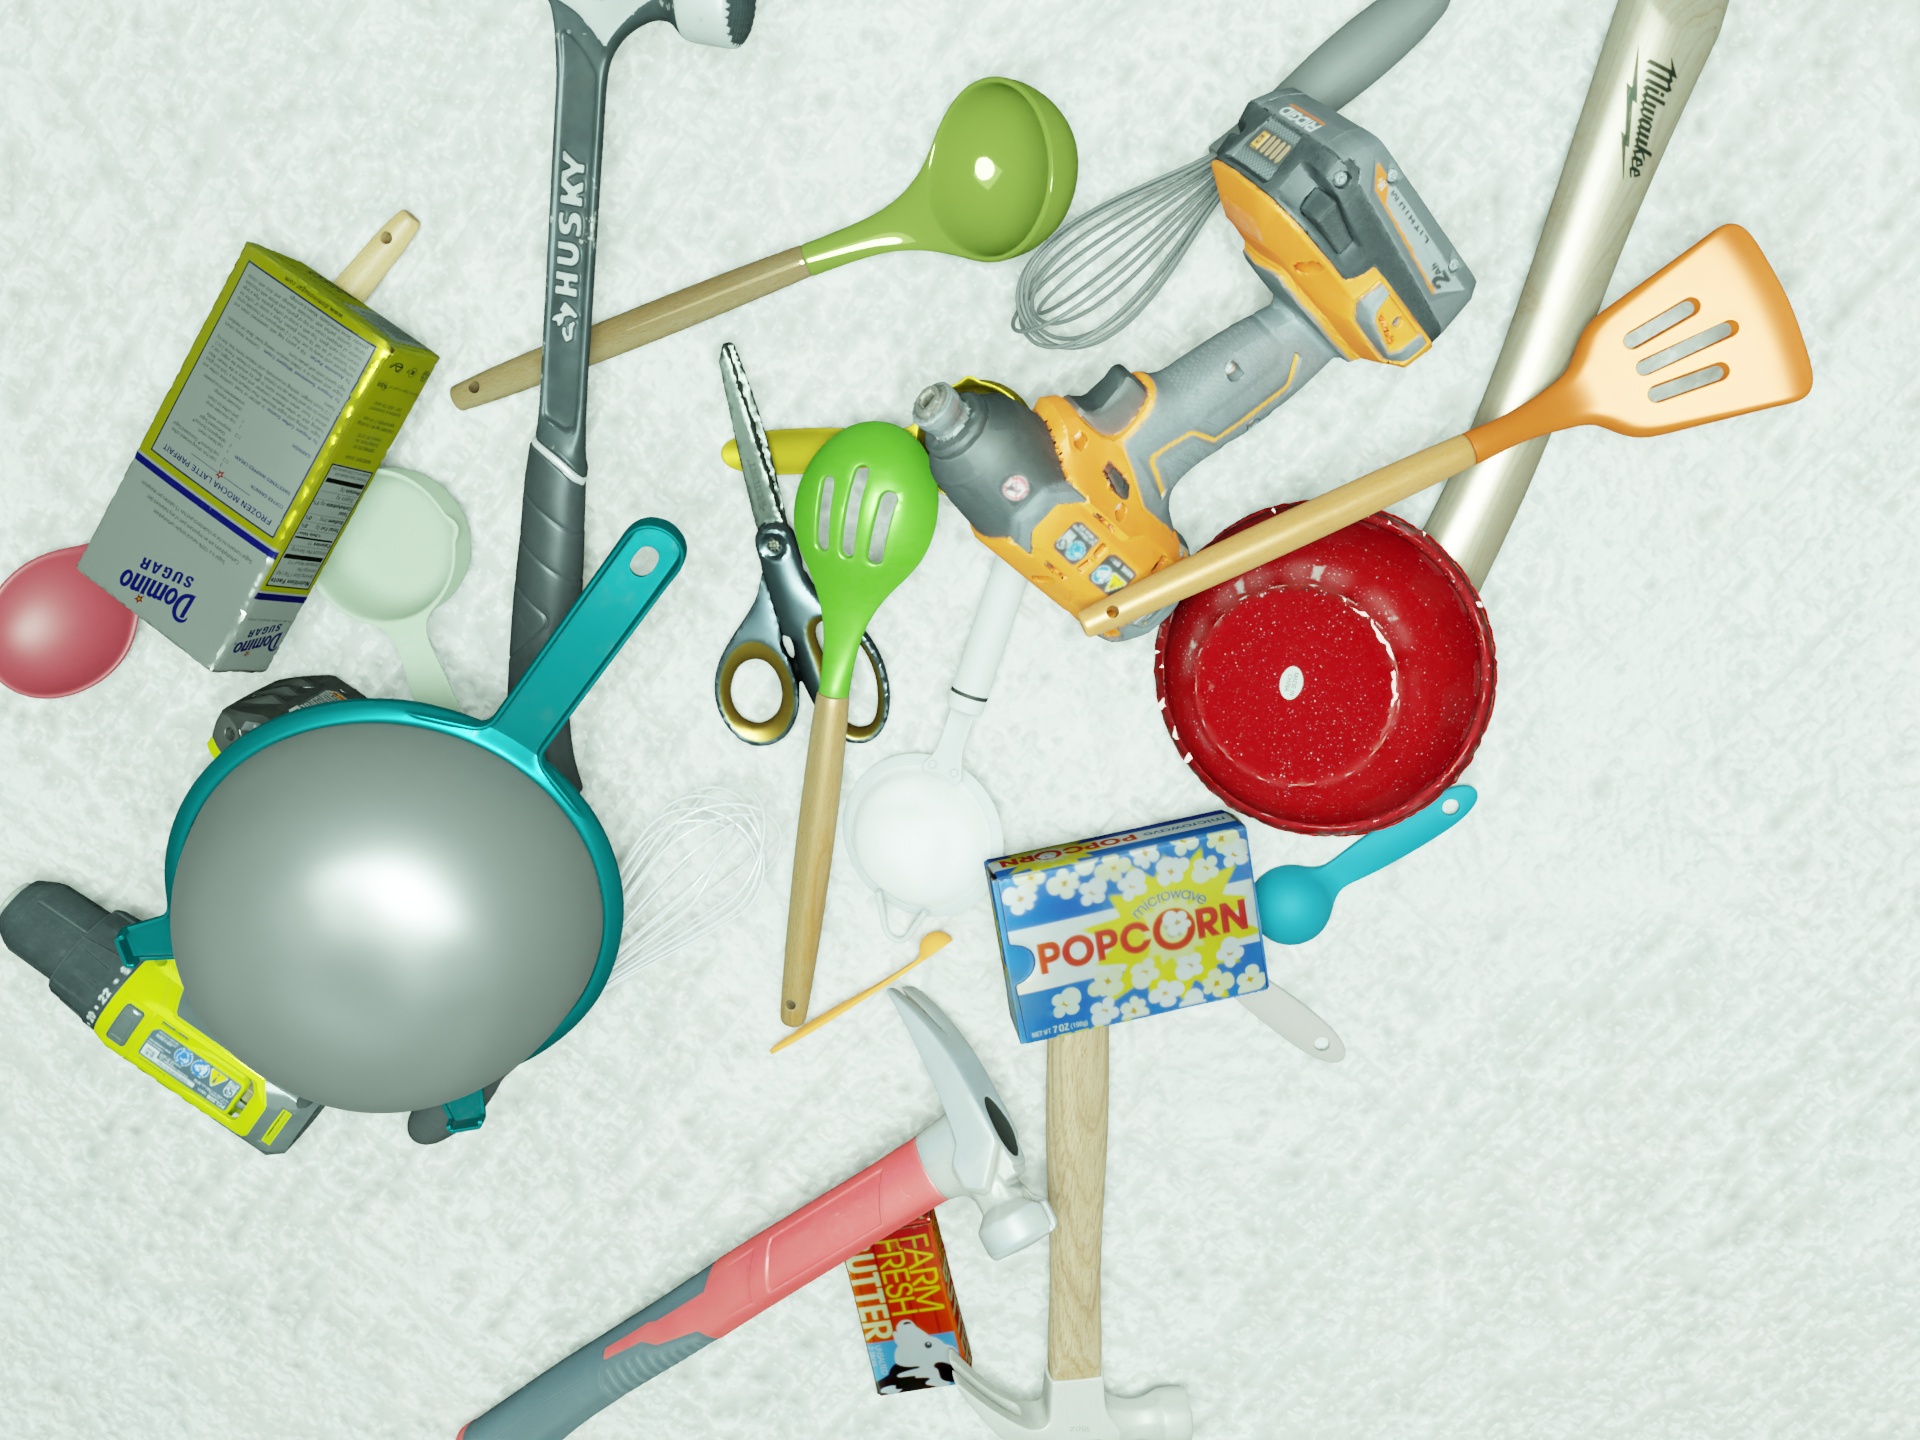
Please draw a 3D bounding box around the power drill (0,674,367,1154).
[{"bbox_3d":[-0.366,0.091,0.811,0.190,0.080,0.228,38,106,-6],"label":"power drill"}]

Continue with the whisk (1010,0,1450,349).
[{"bbox_3d":[0.119,-0.248,0.706,0.239,0.055,0.055,-39,98,8],"label":"whisk"}]

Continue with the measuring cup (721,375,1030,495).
[{"bbox_3d":[-0.038,-0.132,0.762,0.156,0.029,0.062,0,107,16],"label":"measuring cup"}]

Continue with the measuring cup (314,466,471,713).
[{"bbox_3d":[-0.266,-0.045,0.790,0.083,0.038,0.167,-14,104,8],"label":"measuring cup"}]

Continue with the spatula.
[{"bbox_3d":[0.200,-0.109,0.688,0.322,0.041,0.081,-25,92,1],"label":"spatula"}]

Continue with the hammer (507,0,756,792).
[{"bbox_3d":[-0.190,-0.142,0.737,0.149,0.036,0.408,14,112,9],"label":"hammer"}]

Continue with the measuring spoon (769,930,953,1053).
[{"bbox_3d":[-0.054,0.141,0.828,0.117,0.021,0.011,-33,86,11],"label":"measuring spoon"}]

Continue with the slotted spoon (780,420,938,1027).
[{"bbox_3d":[-0.063,0.012,0.775,0.070,0.031,0.313,14,110,14],"label":"slotted spoon"}]

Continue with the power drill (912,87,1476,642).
[{"bbox_3d":[0.092,-0.153,0.683,0.226,0.084,0.164,-45,133,12],"label":"power drill"}]

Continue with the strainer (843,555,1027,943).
[{"bbox_3d":[-0.001,-0.002,0.780,0.087,0.050,0.258,21,101,14],"label":"strainer"}]

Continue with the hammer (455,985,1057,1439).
[{"bbox_3d":[-0.135,0.295,0.852,0.386,0.038,0.143,-36,70,18],"label":"hammer"}]

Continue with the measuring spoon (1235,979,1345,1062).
[{"bbox_3d":[0.149,0.140,0.813,0.124,0.018,0.034,37,103,-6],"label":"measuring spoon"}]

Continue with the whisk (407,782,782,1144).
[{"bbox_3d":[-0.196,0.135,0.821,0.070,0.070,0.284,45,107,-7],"label":"whisk"}]

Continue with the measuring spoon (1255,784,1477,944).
[{"bbox_3d":[0.201,0.071,0.790,0.128,0.021,0.042,-35,99,13],"label":"measuring spoon"}]

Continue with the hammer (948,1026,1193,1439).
[{"bbox_3d":[0.058,0.236,0.830,0.130,0.031,0.331,-2,101,-9],"label":"hammer"}]

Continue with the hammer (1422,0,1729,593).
[{"bbox_3d":[0.273,-0.170,0.719,0.146,0.038,0.410,18,105,-2],"label":"hammer"}]

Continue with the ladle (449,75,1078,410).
[{"bbox_3d":[-0.098,-0.205,0.729,0.320,0.062,0.078,-18,86,11],"label":"ladle"}]

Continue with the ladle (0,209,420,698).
[{"bbox_3d":[-0.370,-0.130,0.782,0.069,0.031,0.315,45,101,-5],"label":"ladle"}]

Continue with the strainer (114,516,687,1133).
[{"bbox_3d":[-0.225,0.057,0.699,0.211,0.095,0.340,34,109,-18],"label":"strainer"}]
